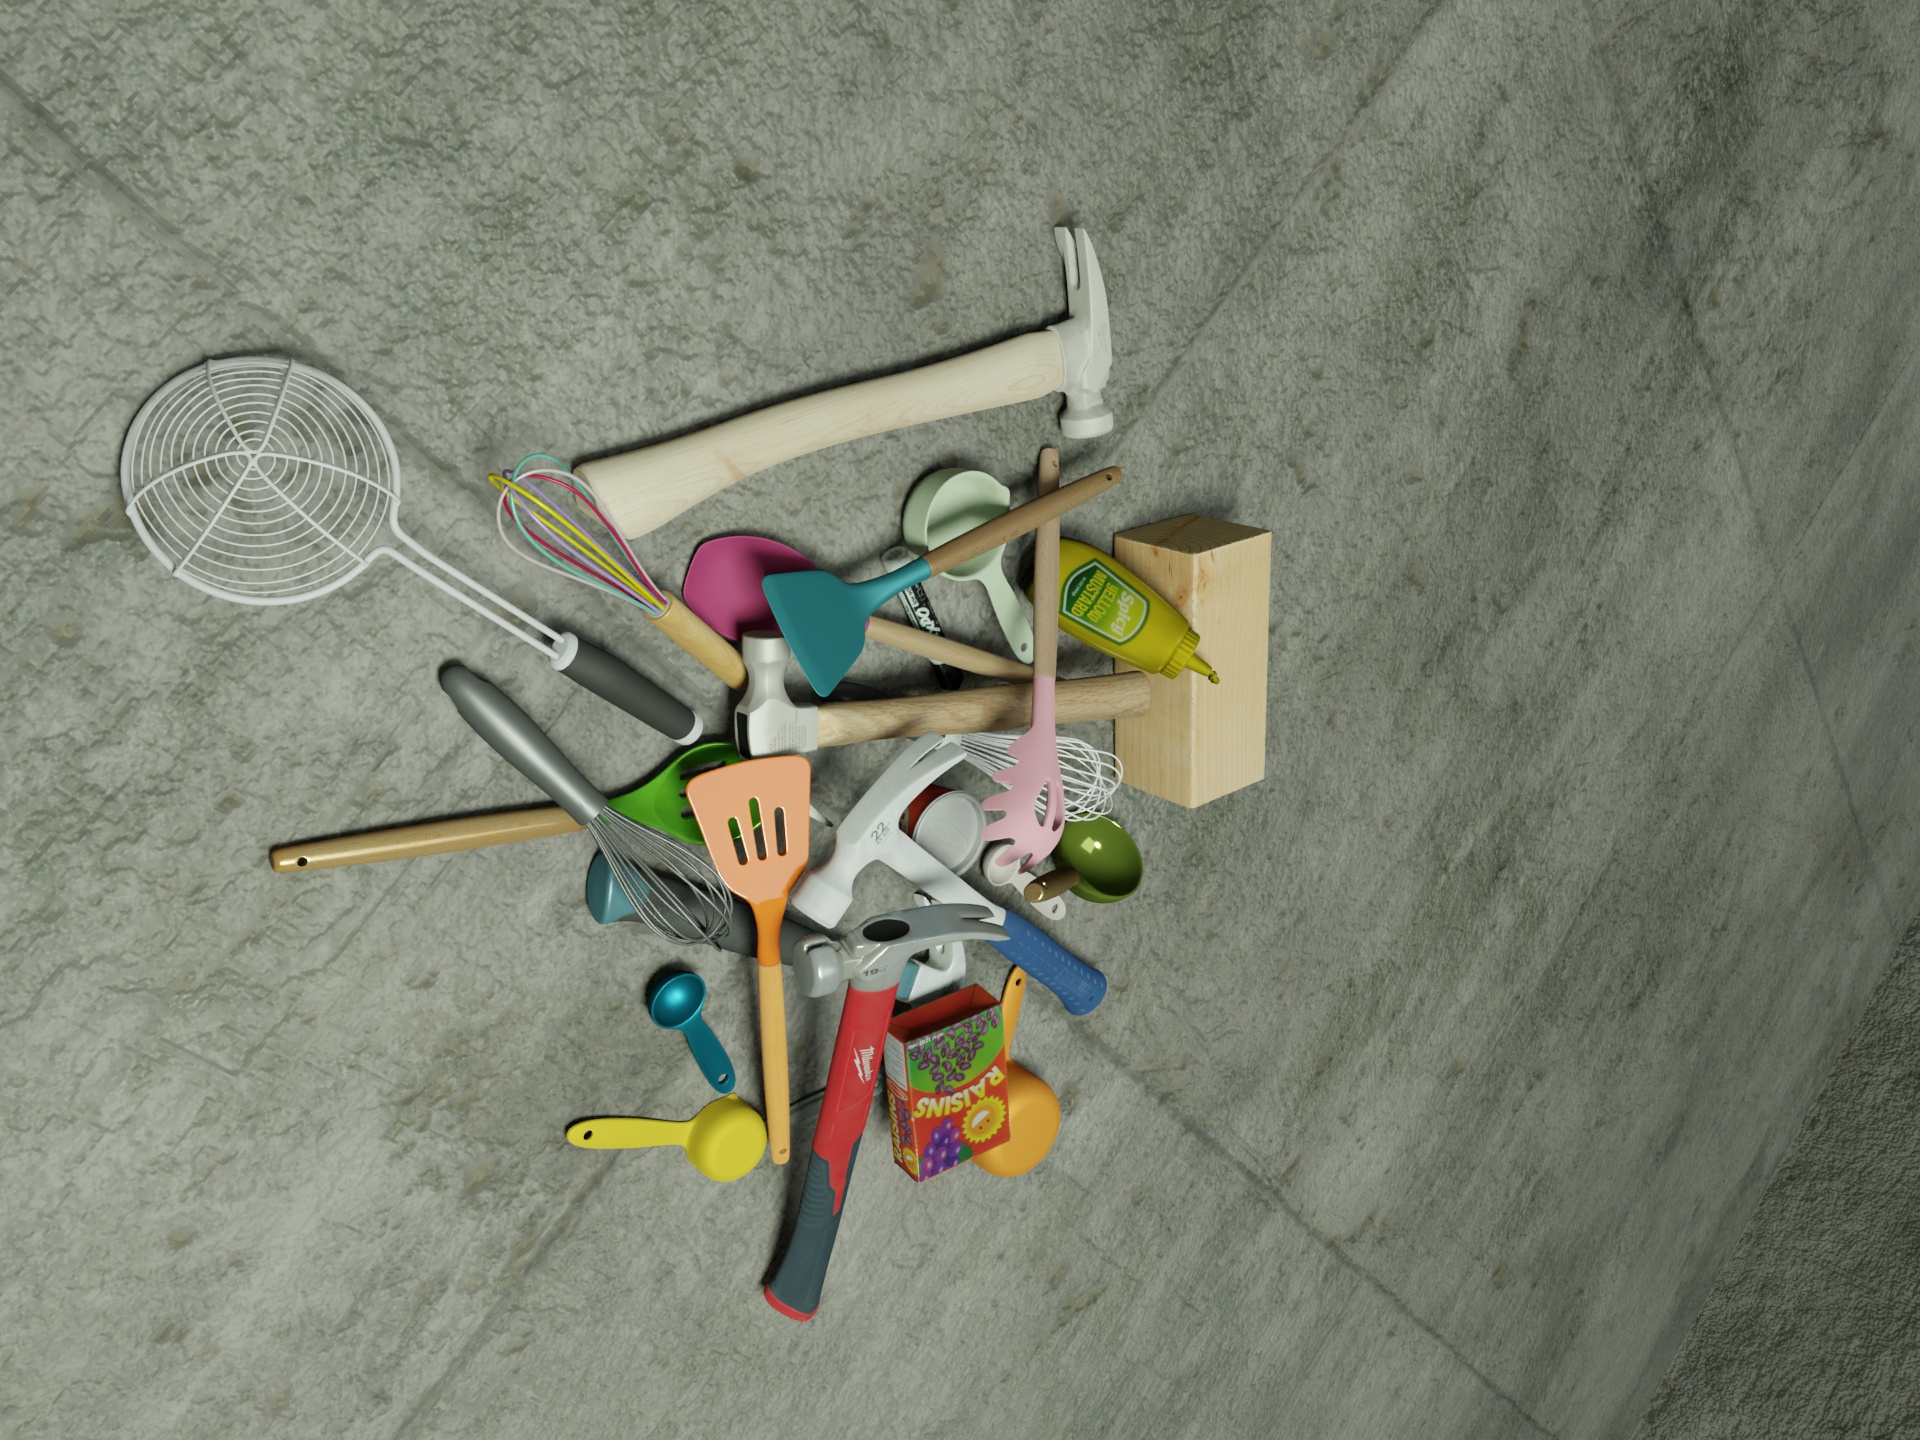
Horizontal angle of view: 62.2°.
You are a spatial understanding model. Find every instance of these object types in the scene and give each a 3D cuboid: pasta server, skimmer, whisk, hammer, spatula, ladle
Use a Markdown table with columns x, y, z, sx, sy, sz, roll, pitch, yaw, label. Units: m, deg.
| x | y | z | sx | sy | sz | roll | pitch | yaw | label |
| --- | --- | --- | --- | --- | --- | --- | --- | --- | --- |
| 0.052 | -0.050 | 1.097 | 0.060 | 0.040 | 0.316 | 25 | 57 | -40 | pasta server |
| -0.284 | -0.070 | 0.895 | 0.362 | 0.090 | 0.127 | 39 | 67 | -52 | skimmer |
| 0.012 | 0.021 | 1.164 | 0.284 | 0.070 | 0.070 | 19 | 92 | -37 | whisk |
| -0.118 | 0.157 | 1.106 | 0.330 | 0.033 | 0.128 | 26 | 81 | -41 | hammer |
| -0.061 | -0.211 | 1.030 | 0.410 | 0.038 | 0.146 | -24 | 118 | -32 | hammer |
| 0.024 | 0.140 | 1.162 | 0.144 | 0.035 | 0.405 | -55 | 145 | -6 | hammer |
| 0.002 | -0.112 | 1.060 | 0.317 | 0.044 | 0.082 | -30 | 96 | -31 | spatula |
| -0.071 | 0.285 | 1.109 | 0.143 | 0.038 | 0.386 | -8 | 130 | -29 | hammer |
| 0.084 | 0.106 | 1.142 | 0.062 | 0.078 | 0.320 | -40 | 171 | 7 | ladle |
| -0.002 | -0.004 | 1.098 | 0.331 | 0.031 | 0.130 | -5 | 105 | -33 | hammer |
| -0.129 | 0.172 | 1.062 | 0.081 | 0.041 | 0.322 | -12 | 124 | -21 | spatula |
| -0.220 | 0.055 | 0.948 | 0.055 | 0.055 | 0.238 | -48 | 111 | -17 | whisk |
| -0.194 | -0.081 | 0.944 | 0.244 | 0.047 | 0.051 | 45 | 46 | -53 | whisk |

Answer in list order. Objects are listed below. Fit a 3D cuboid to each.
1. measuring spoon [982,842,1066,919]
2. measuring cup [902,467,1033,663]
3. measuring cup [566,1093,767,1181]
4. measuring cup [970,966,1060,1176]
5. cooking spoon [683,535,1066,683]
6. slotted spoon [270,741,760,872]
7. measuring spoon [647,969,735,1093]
| x | y | z | sx | sy | sz | roll | pitch | yaw | label |
| --- | --- | --- | --- | --- | --- | --- | --- | --- | --- |
| 0.050 | 0.130 | 1.263 | 0.034 | 0.018 | 0.124 | -57 | 139 | -9 | measuring spoon |
| 0.011 | -0.106 | 1.129 | 0.083 | 0.038 | 0.167 | -44 | 130 | -20 | measuring cup |
| -0.198 | 0.290 | 1.093 | 0.156 | 0.029 | 0.062 | 15 | 95 | -45 | measuring cup |
| 0.047 | 0.286 | 1.284 | 0.095 | 0.052 | 0.173 | -1 | 108 | -40 | measuring cup |
| -0.046 | -0.059 | 1.088 | 0.318 | 0.017 | 0.069 | 16 | 98 | -35 | cooking spoon |
| -0.254 | 0.060 | 0.968 | 0.313 | 0.031 | 0.070 | -8 | 107 | -36 | slotted spoon |
| -0.184 | 0.215 | 1.094 | 0.042 | 0.021 | 0.128 | -38 | 135 | -22 | measuring spoon |
